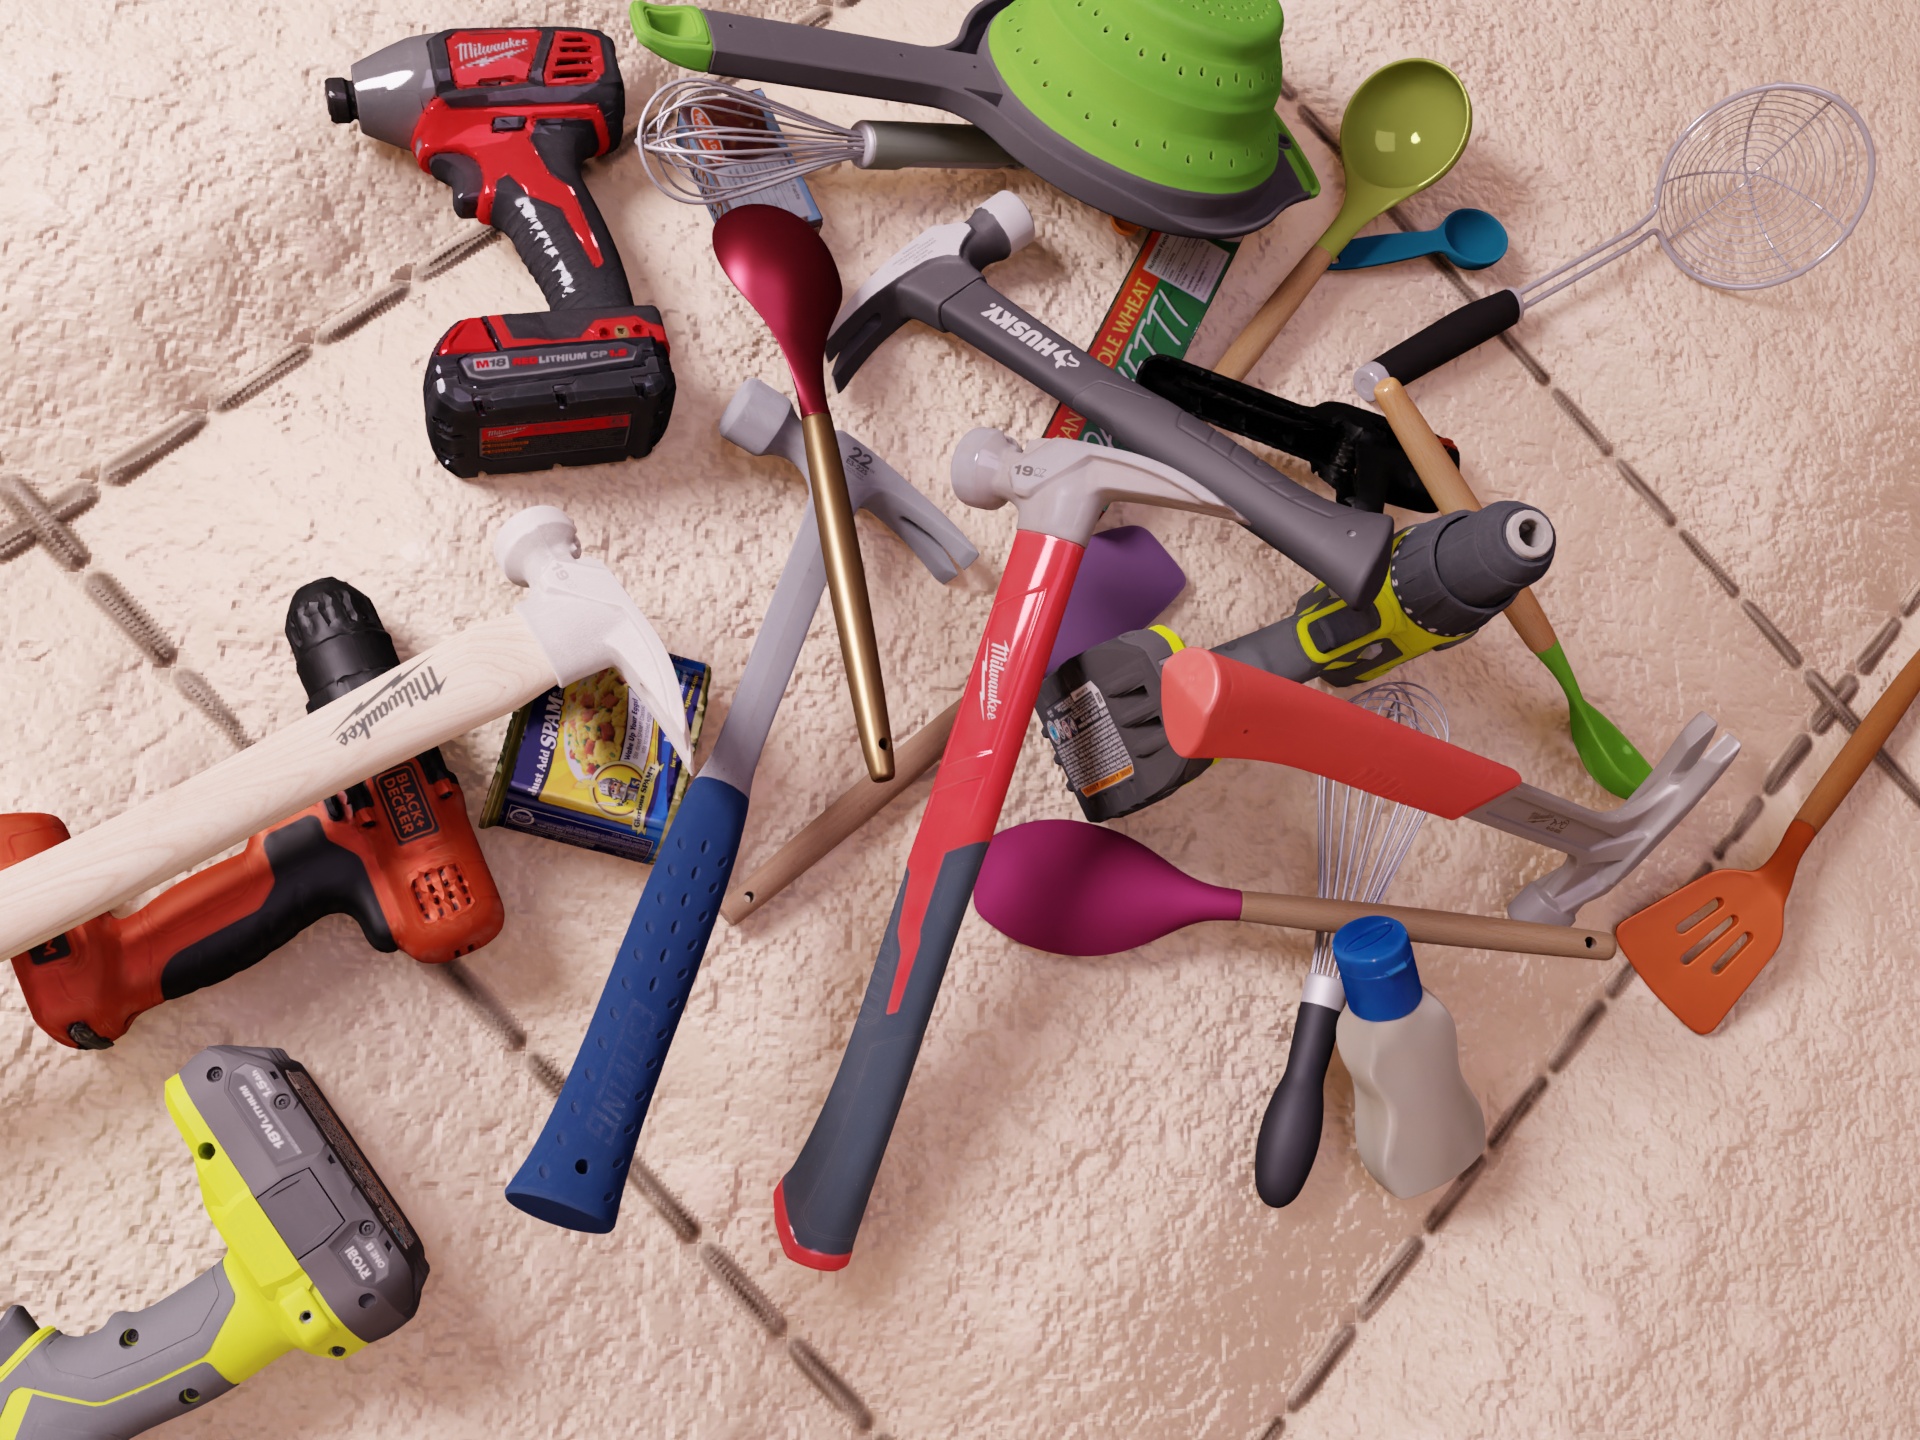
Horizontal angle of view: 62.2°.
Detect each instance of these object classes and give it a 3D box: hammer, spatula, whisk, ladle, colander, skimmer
[{"bbox_3d":[-0.306,0.051,0.616,0.410,0.038,0.146,-29,59,-19],"label":"hammer"},{"bbox_3d":[0.507,0.052,0.952,0.322,0.041,0.081,-41,90,-26],"label":"spatula"},{"bbox_3d":[-0.096,0.025,0.703,0.144,0.035,0.406,30,53,-19],"label":"hammer"},{"bbox_3d":[0.198,0.111,0.826,0.070,0.070,0.285,20,76,-11],"label":"whisk"},{"bbox_3d":[-0.066,-0.120,0.759,0.069,0.031,0.316,0,69,-33],"label":"ladle"},{"bbox_3d":[0.193,-0.258,0.914,0.078,0.062,0.320,29,71,28],"label":"ladle"},{"bbox_3d":[0.033,-0.358,0.820,0.397,0.094,0.205,-2,54,-27],"label":"colander"},{"bbox_3d":[0.399,-0.275,0.964,0.363,0.090,0.127,-30,118,-19],"label":"skimmer"},{"bbox_3d":[-0.001,-0.003,0.812,0.316,0.018,0.060,-41,90,-23],"label":"spatula"},{"bbox_3d":[0.007,0.064,0.710,0.038,0.143,0.386,18,90,-56],"label":"hammer"},{"bbox_3d":[-0.058,-0.301,0.833,0.246,0.058,0.059,-14,113,-36],"label":"whisk"},{"bbox_3d":[0.231,0.020,0.750,0.358,0.149,0.037,18,27,-38],"label":"hammer"},{"bbox_3d":[0.072,-0.150,0.772,0.146,0.035,0.335,-38,56,-16],"label":"hammer"}]

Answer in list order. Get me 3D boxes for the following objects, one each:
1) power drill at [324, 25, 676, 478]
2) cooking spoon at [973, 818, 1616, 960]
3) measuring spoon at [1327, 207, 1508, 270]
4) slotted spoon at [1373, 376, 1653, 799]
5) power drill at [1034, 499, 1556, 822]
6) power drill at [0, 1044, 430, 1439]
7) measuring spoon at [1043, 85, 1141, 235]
[{"bbox_3d":[-0.223,-0.237,0.776,0.143,0.078,0.220,-9,76,-19],"label":"power drill"},{"bbox_3d":[0.165,0.095,0.794,0.319,0.017,0.069,6,76,2],"label":"cooking spoon"},{"bbox_3d":[0.271,-0.284,0.971,0.128,0.021,0.042,-11,69,-10],"label":"measuring spoon"},{"bbox_3d":[0.299,-0.060,0.850,0.313,0.031,0.070,49,25,-27],"label":"slotted spoon"},{"bbox_3d":[0.164,-0.036,0.782,0.228,0.190,0.080,-23,85,-17],"label":"power drill"},{"bbox_3d":[-0.342,0.232,0.620,0.223,0.080,0.171,-34,88,-18],"label":"power drill"},{"bbox_3d":[0.069,-0.328,0.923,0.021,0.011,0.117,-30,83,-21],"label":"measuring spoon"}]
